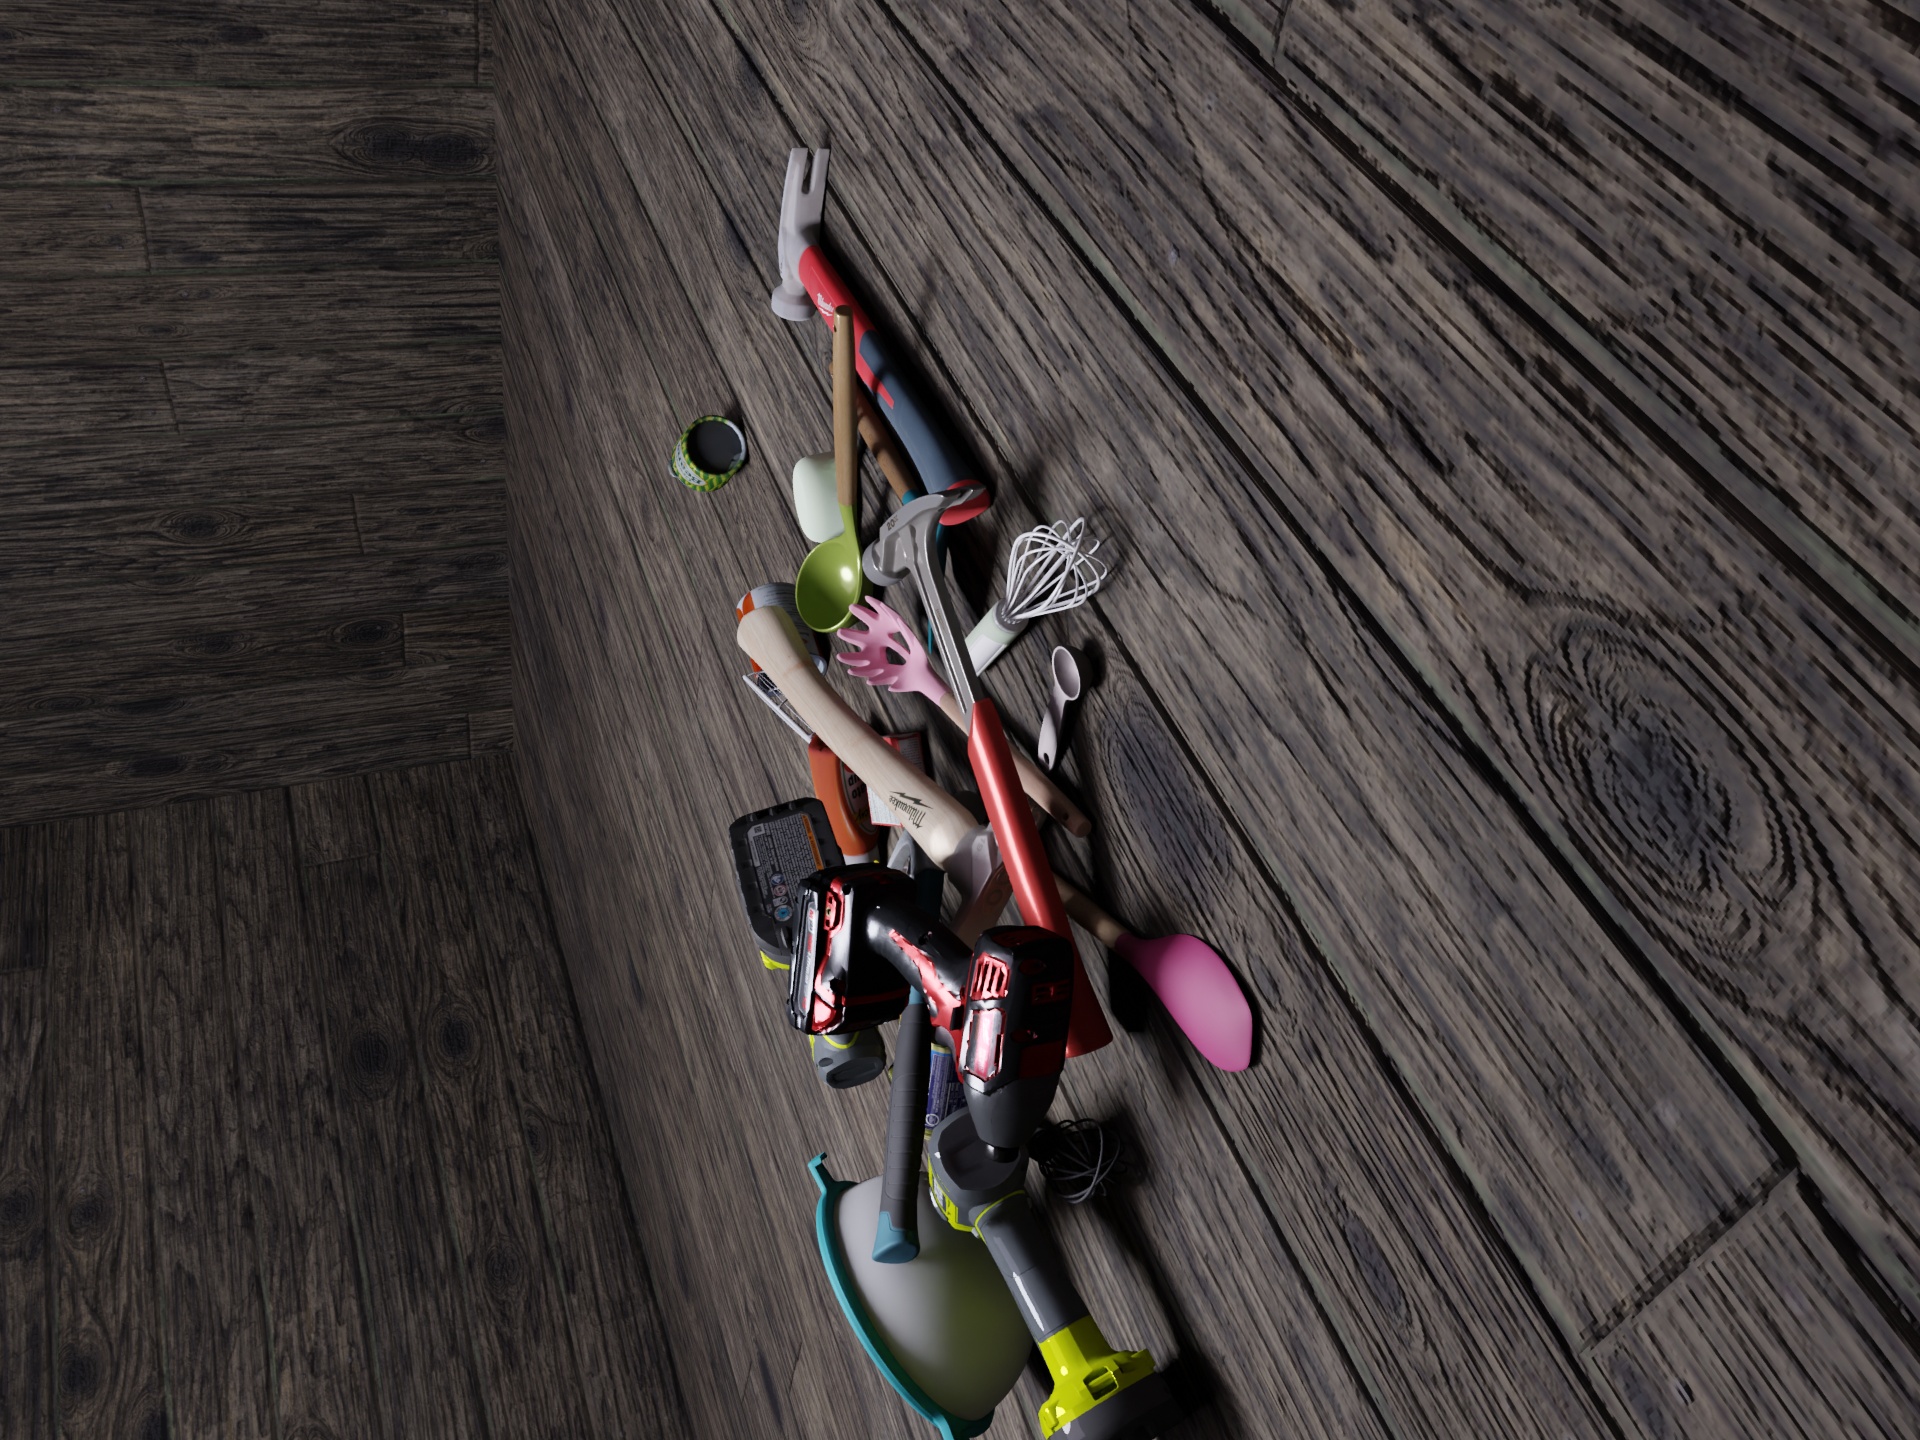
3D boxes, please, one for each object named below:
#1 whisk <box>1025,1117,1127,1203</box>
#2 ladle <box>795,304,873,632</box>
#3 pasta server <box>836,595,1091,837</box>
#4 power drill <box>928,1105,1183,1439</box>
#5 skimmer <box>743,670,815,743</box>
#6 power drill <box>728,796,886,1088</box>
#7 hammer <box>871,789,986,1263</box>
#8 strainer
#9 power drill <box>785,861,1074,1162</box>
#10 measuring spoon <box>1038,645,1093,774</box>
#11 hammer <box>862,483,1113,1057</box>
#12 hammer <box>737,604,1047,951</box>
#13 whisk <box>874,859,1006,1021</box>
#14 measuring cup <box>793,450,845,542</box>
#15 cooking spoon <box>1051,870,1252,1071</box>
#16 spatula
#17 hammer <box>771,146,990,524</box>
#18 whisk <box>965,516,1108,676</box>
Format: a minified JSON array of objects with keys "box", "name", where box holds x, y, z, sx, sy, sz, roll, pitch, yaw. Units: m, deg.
[{"box":[0.057,0.294,1.111,0.239,0.055,0.055,161,99,-72],"name":"whisk"},{"box":[-0.098,-0.184,1.218,0.078,0.062,0.319,59,160,31],"name":"ladle"},{"box":[-0.002,-0.004,1.119,0.317,0.040,0.060,44,112,50],"name":"pasta server"},{"box":[0.049,0.376,1.051,0.229,0.080,0.190,59,166,24],"name":"power drill"},{"box":[-0.144,0.125,1.469,0.127,0.090,0.363,35,130,57],"name":"skimmer"},{"box":[-0.117,0.167,1.250,0.223,0.080,0.171,81,170,-52],"name":"power drill"},{"box":[-0.033,0.223,1.163,0.128,0.033,0.331,146,133,-60],"name":"hammer"},{"box":[0.011,0.451,1.147,0.210,0.095,0.341,47,-172,-37],"name":"strainer"},{"box":[-0.018,0.179,1.012,0.220,0.078,0.143,18,106,49],"name":"power drill"},{"box":[0.067,-0.005,1.015,0.034,0.018,0.124,61,158,30],"name":"measuring spoon"},{"box":[0.027,0.035,0.999,0.149,0.036,0.359,-24,84,65],"name":"hammer"},{"box":[-0.081,0.028,1.219,0.411,0.038,0.146,43,112,47],"name":"hammer"},{"box":[-0.018,0.176,1.249,0.245,0.051,0.047,41,130,53],"name":"whisk"},{"box":[-0.112,-0.206,1.302,0.167,0.038,0.083,106,149,-65],"name":"measuring cup"},{"box":[0.090,0.130,0.998,0.319,0.017,0.068,-146,52,-61],"name":"cooking spoon"},{"box":[-0.056,-0.183,1.199,0.082,0.044,0.318,91,158,-46],"name":"spatula"},{"box":[-0.064,-0.284,1.188,0.387,0.038,0.143,-120,31,-41],"name":"hammer"},{"box":[0.035,-0.070,1.023,0.246,0.057,0.059,135,157,-68],"name":"whisk"}]
